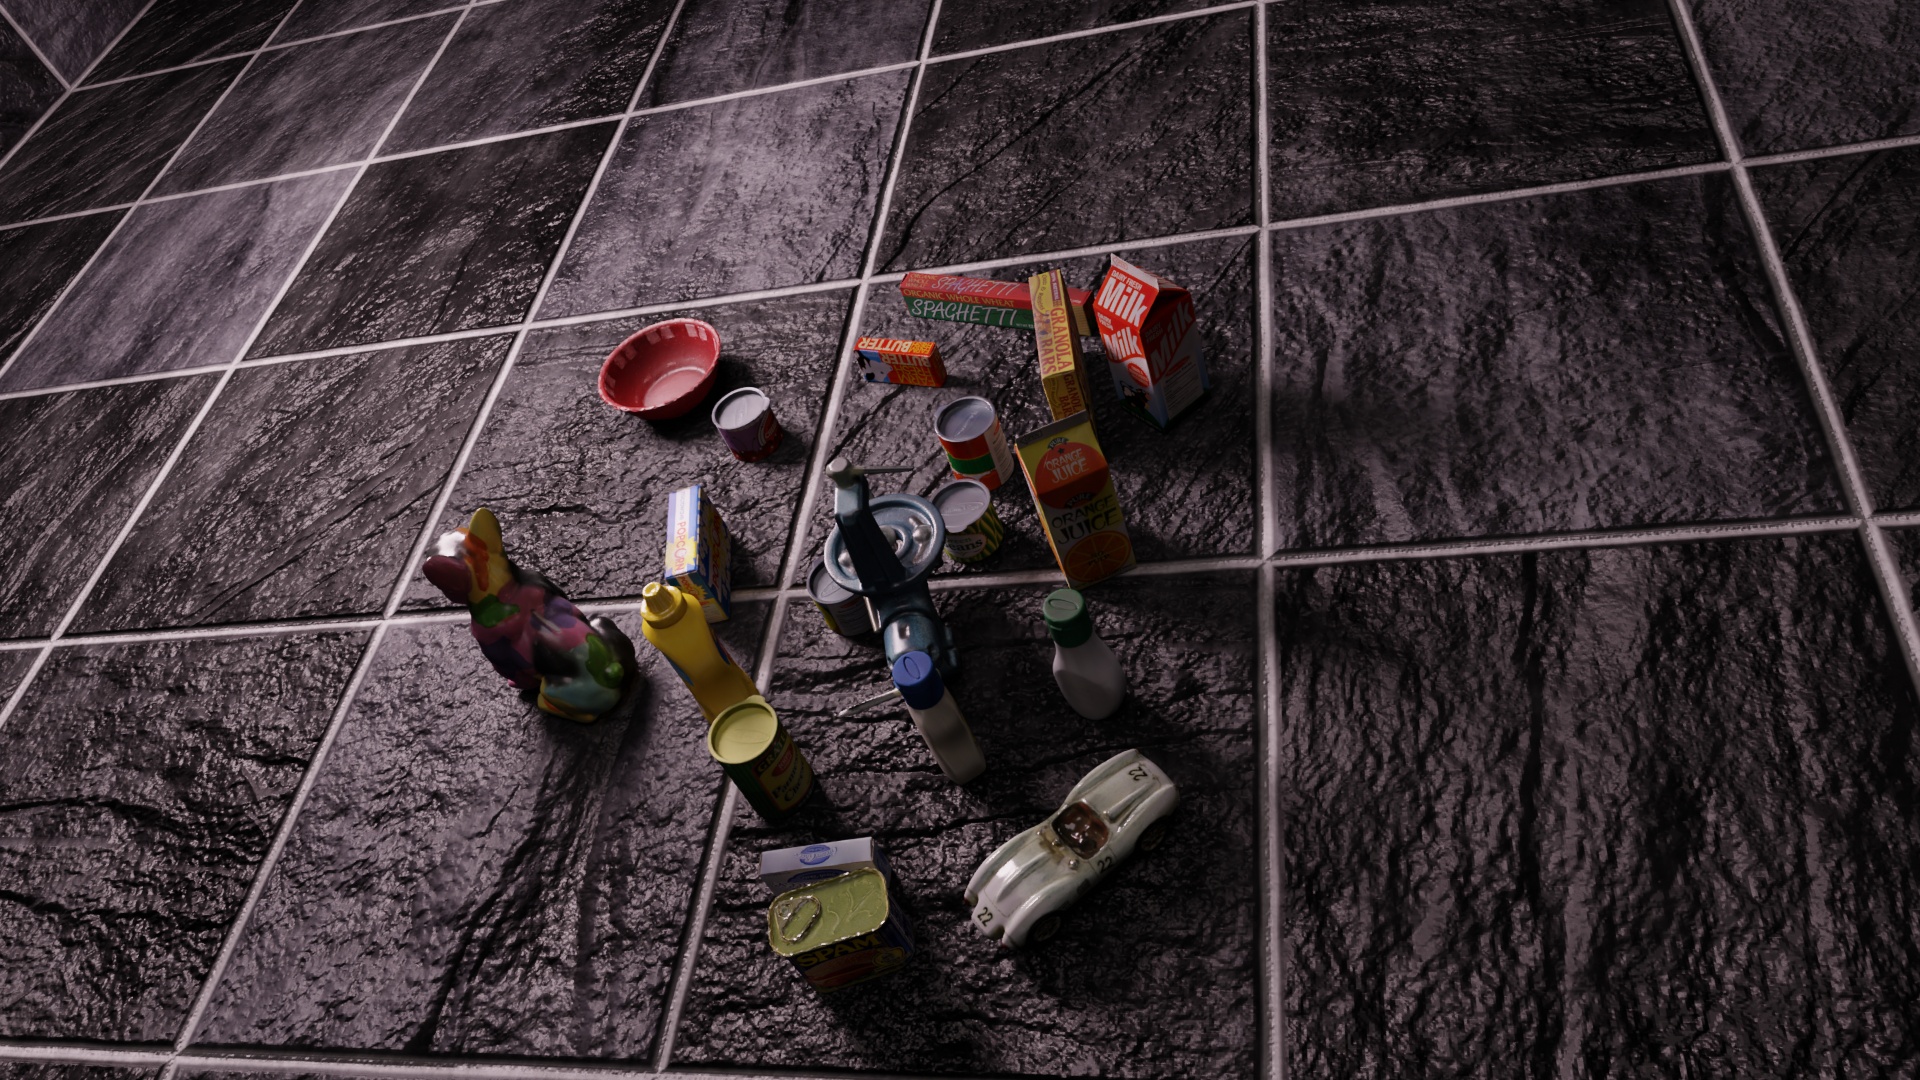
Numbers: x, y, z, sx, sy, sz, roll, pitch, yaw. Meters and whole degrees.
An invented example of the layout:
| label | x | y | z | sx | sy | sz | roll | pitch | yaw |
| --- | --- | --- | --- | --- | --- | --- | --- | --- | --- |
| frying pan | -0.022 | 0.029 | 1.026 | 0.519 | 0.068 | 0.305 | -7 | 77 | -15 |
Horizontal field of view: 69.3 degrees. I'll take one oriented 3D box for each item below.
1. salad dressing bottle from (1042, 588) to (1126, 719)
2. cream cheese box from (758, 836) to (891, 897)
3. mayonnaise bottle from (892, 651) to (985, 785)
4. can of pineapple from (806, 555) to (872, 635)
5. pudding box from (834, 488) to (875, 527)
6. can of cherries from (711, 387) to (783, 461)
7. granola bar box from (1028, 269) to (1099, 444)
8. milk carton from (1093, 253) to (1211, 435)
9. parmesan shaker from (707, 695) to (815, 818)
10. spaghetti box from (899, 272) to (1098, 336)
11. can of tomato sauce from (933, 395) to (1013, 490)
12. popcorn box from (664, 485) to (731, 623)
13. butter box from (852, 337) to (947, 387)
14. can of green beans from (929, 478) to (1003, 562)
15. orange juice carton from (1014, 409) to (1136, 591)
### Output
| label | x | y | z | sx | sy | sz | roll | pitch | yaw |
| --- | --- | --- | --- | --- | --- | --- | --- | --- | --- |
| salad dressing bottle | 0.106 | 0.100 | 1.217 | 0.064 | 0.147 | 0.044 | 14 | 57 | 30 |
| cream cheese box | -0.116 | 0.285 | 1.202 | 0.104 | 0.053 | 0.024 | -10 | 48 | 12 |
| mayonnaise bottle | -0.020 | 0.153 | 1.217 | 0.041 | 0.147 | 0.065 | -31 | 47 | -7 |
| can of pineapple | -0.115 | 0.053 | 1.400 | 0.071 | 0.057 | 0.071 | -10 | 48 | 12 |
| pudding box | -0.109 | -0.011 | 1.459 | 0.030 | 0.049 | 0.084 | -4 | 50 | 17 |
| can of cherries | -0.244 | -0.134 | 1.609 | 0.071 | 0.058 | 0.072 | -10 | 48 | 12 |
| granola bar box | 0.111 | -0.189 | 1.483 | 0.039 | 0.123 | 0.166 | -13 | 48 | 10 |
| milk carton | 0.195 | -0.208 | 1.423 | 0.073 | 0.189 | 0.072 | -39 | 49 | -14 |
| parmesan shaker | -0.178 | 0.198 | 1.265 | 0.071 | 0.102 | 0.072 | -10 | 48 | 12 |
| spaghetti box | 0.042 | -0.280 | 1.637 | 0.250 | 0.050 | 0.029 | 11 | 56 | 28 |
| can of tomato sauce | 0.014 | -0.101 | 1.470 | 0.071 | 0.082 | 0.071 | -10 | 48 | 12 |
| popcorn box | -0.277 | 0.015 | 1.473 | 0.038 | 0.085 | 0.127 | -15 | 47 | 8 |
| butter box | -0.069 | -0.207 | 1.613 | 0.103 | 0.053 | 0.024 | 8 | 54 | 26 |
| can of green beans | 0.006 | -0.020 | 1.419 | 0.071 | 0.057 | 0.071 | -10 | 48 | 12 |
| orange juice carton | 0.106 | -0.045 | 1.312 | 0.072 | 0.191 | 0.073 | -22 | 47 | 1 |
